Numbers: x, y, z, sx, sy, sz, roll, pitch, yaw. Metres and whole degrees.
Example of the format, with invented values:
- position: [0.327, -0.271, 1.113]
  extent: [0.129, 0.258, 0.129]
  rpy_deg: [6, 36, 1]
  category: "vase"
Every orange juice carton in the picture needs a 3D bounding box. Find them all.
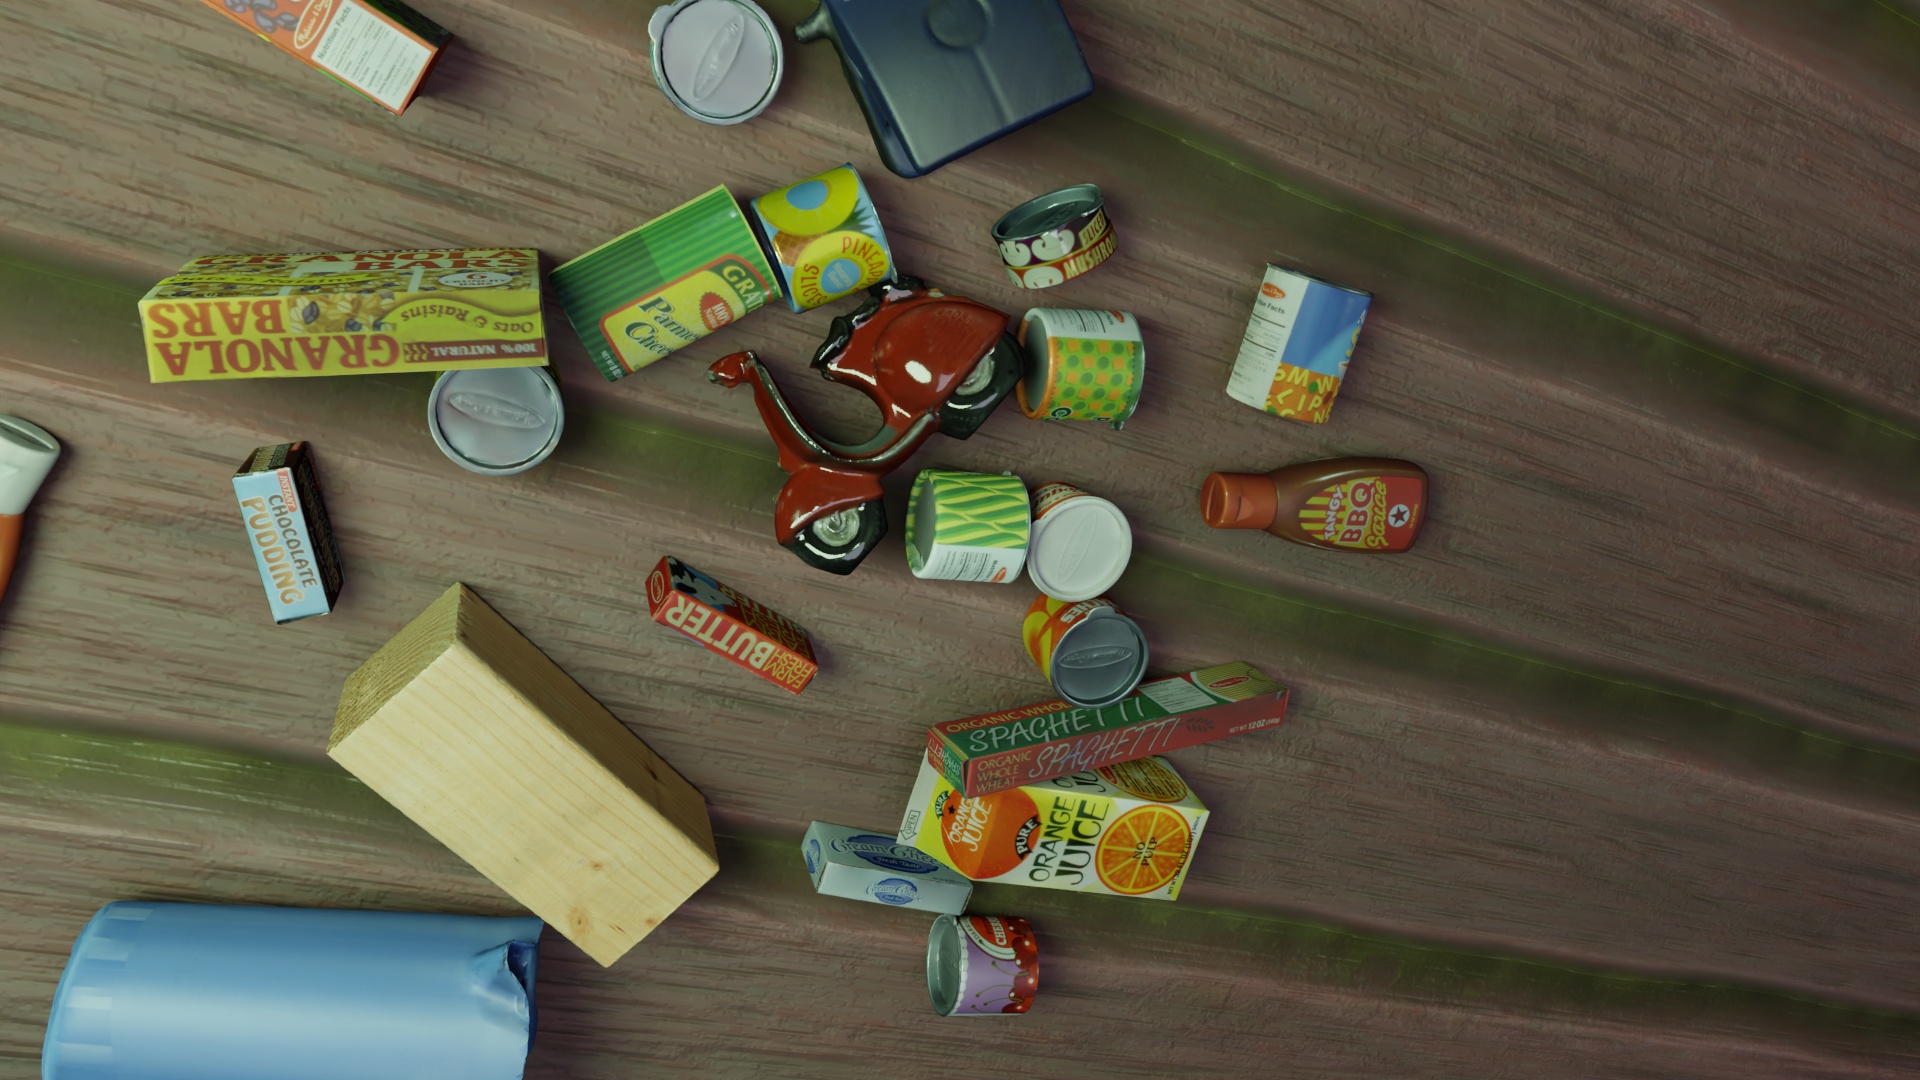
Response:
- position: [0.057, 0.179, 0.914]
  extent: [0.193, 0.073, 0.071]
  rpy_deg: [11, 106, -21]
  category: "orange juice carton"

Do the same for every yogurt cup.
- position: [0.065, -0.003, 0.859]
  extent: [0.072, 0.054, 0.072]
  rpy_deg: [-6, 112, -15]
  category: "yogurt cup"

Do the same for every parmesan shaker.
- position: [-0.154, -0.134, 0.735]
  extent: [0.103, 0.071, 0.071]
  rpy_deg: [-29, 116, -5]
  category: "parmesan shaker"

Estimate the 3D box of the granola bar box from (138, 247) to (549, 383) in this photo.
- position: [-0.286, -0.112, 0.666]
  extent: [0.166, 0.124, 0.039]
  rpy_deg: [-5, 111, -16]
  category: "granola bar box"

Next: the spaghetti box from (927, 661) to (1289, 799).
- position: [0.098, 0.118, 0.890]
  extent: [0.251, 0.050, 0.028]
  rpy_deg: [-8, 113, -28]
  category: "spaghetti box"

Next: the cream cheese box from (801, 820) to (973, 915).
- position: [-0.049, 0.213, 0.905]
  extent: [0.104, 0.053, 0.024]
  rpy_deg: [15, 103, -22]
  category: "cream cheese box"

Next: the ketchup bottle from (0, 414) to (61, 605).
- position: [-0.501, 0.007, 0.688]
  extent: [0.064, 0.043, 0.148]
  rpy_deg: [32, 97, -25]
  category: "ketchup bottle"

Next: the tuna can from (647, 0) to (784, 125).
- position: [-0.128, -0.250, 0.716]
  extent: [0.071, 0.033, 0.070]
  rpy_deg: [-6, 112, -16]
  category: "tuna can"

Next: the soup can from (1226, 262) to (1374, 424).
- position: [0.210, -0.120, 0.854]
  extent: [0.071, 0.071, 0.083]
  rpy_deg: [10, 107, -21]
  category: "soup can"

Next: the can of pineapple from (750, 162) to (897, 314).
- position: [-0.074, -0.161, 0.747]
  extent: [0.058, 0.071, 0.070]
  rpy_deg: [-23, 115, -7]
  category: "can of pineapple"

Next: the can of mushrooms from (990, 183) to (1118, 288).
- position: [0.055, -0.171, 0.783]
  extent: [0.071, 0.071, 0.033]
  rpy_deg: [-27, 118, -6]
  category: "can of mushrooms"

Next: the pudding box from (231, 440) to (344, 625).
- position: [-0.351, -0.005, 0.728]
  extent: [0.030, 0.050, 0.083]
  rpy_deg: [-10, 112, -12]
  category: "pudding box"

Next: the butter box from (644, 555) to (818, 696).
- position: [-0.134, 0.050, 0.816]
  extent: [0.103, 0.053, 0.024]
  rpy_deg: [32, 100, -25]
  category: "butter box"

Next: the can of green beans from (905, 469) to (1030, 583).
- position: [0.003, -0.008, 0.831]
  extent: [0.058, 0.071, 0.071]
  rpy_deg: [4, 109, -18]
  category: "can of green beans"

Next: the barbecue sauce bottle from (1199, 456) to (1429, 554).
- position: [0.231, -0.024, 0.910]
  extent: [0.149, 0.044, 0.064]
  rpy_deg: [1, 110, -18]
  category: "barbecue sauce bottle"

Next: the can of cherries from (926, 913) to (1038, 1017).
- position: [0.015, 0.287, 0.945]
  extent: [0.058, 0.071, 0.071]
  rpy_deg: [7, 108, -20]
  category: "can of cherries"

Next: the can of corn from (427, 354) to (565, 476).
- position: [-0.242, -0.076, 0.731]
  extent: [0.071, 0.058, 0.071]
  rpy_deg: [-6, 112, -15]
  category: "can of corn"

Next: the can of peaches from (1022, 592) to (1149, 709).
- position: [0.079, 0.063, 0.887]
  extent: [0.071, 0.058, 0.071]
  rpy_deg: [-6, 111, -15]
  category: "can of peaches"

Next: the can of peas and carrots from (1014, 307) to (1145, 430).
- position: [0.068, -0.101, 0.816]
  extent: [0.059, 0.071, 0.070]
  rpy_deg: [0, 110, -17]
  category: "can of peas and carrots"

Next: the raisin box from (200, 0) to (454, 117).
- position: [-0.300, -0.247, 0.632]
  extent: [0.123, 0.086, 0.040]
  rpy_deg: [30, 104, -25]
  category: "raisin box"
